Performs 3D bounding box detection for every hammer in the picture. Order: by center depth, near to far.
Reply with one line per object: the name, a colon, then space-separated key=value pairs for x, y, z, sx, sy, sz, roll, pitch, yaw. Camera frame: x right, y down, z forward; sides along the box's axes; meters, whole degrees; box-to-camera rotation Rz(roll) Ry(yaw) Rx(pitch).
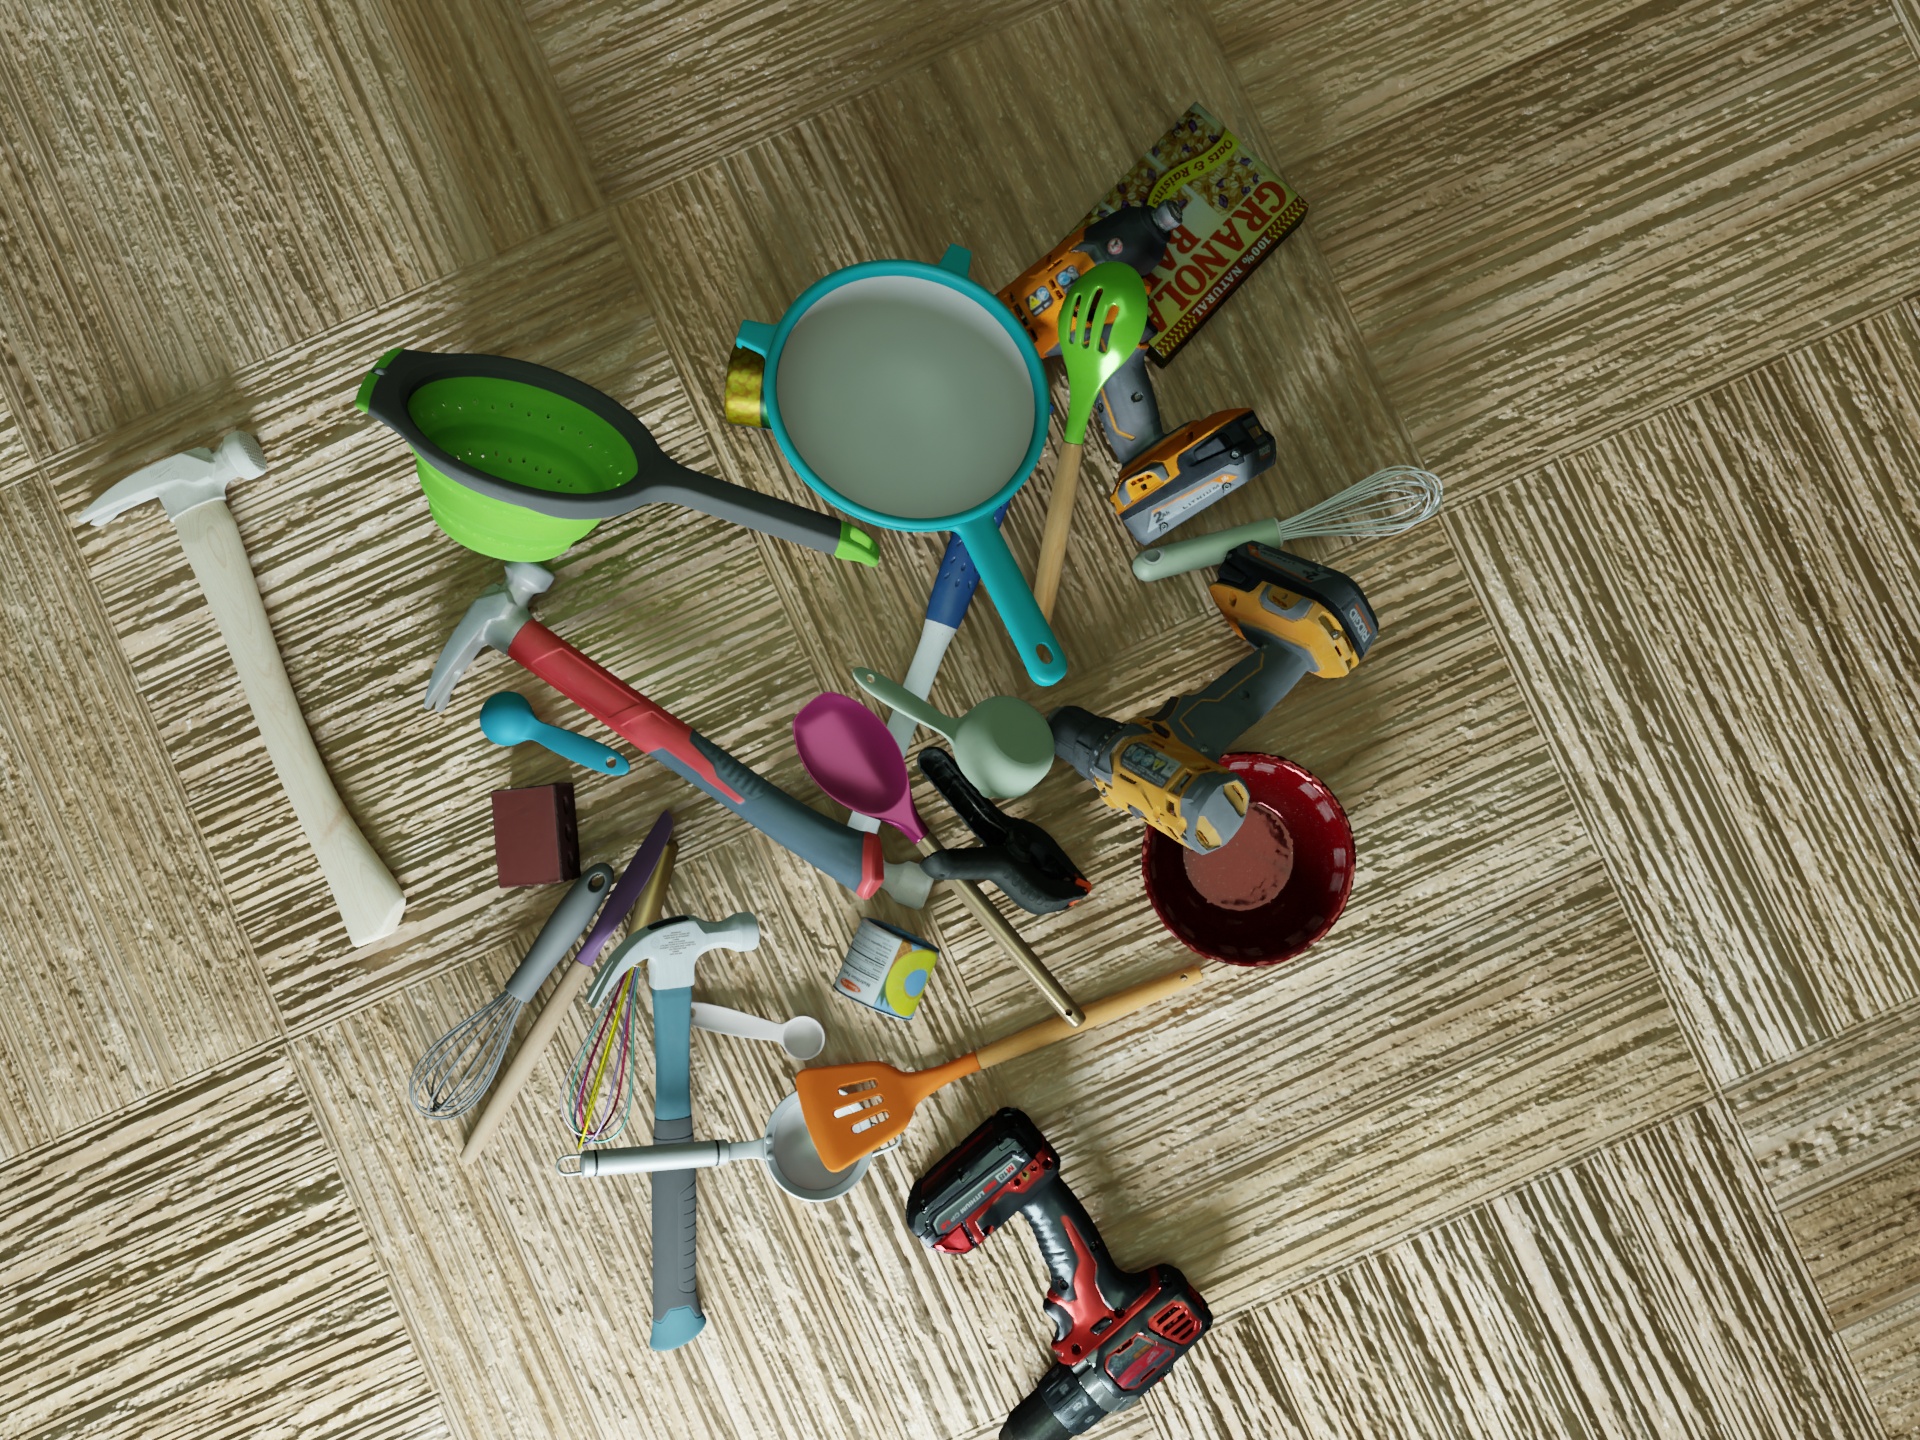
hammer: x=-0.216 y=0.313 z=1.206 sx=0.128 sy=0.033 sz=0.331 roll=-2 pitch=95 yaw=-24
hammer: x=-0.228 y=0.030 z=1.213 sx=0.386 sy=0.038 sz=0.143 roll=34 pitch=90 yaw=10
hammer: x=-0.025 y=-0.067 z=1.239 sx=0.144 sy=0.035 sz=0.405 roll=21 pitch=88 yaw=2
hammer: x=-0.547 y=-0.013 z=1.246 sx=0.146 sy=0.038 sz=0.411 roll=-24 pitch=88 yaw=1

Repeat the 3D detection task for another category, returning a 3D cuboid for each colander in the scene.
colander: x=-0.260 y=-0.162 z=1.218 sx=0.397 sy=0.205 sz=0.094 roll=18 pitch=123 yaw=-14

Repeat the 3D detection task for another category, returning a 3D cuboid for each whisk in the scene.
whisk: x=-0.258 y=0.210 z=1.227 sx=0.051 sy=0.047 sz=0.245 roll=13 pitch=84 yaw=17
whisk: x=-0.344 y=0.207 z=1.227 sx=0.055 sy=0.055 sz=0.239 roll=36 pitch=87 yaw=2
whisk: x=0.254 y=-0.148 z=1.236 sx=0.246 sy=0.059 sz=0.058 roll=-14 pitch=51 yaw=4

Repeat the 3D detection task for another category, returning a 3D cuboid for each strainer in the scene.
strainer: x=-0.017 y=-0.171 z=1.182 sx=0.211 sy=0.095 sz=0.340 roll=-25 pitch=85 yaw=-18
strainer: x=-0.172 y=0.321 z=1.189 sx=0.258 sy=0.050 sz=0.087 roll=2 pitch=78 yaw=-24

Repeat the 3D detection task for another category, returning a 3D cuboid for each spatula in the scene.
spatula: x=0.036 y=0.251 z=1.221 sx=0.322 sy=0.041 sz=0.081 roll=-21 pitch=71 yaw=-2
spatula: x=-0.303 y=0.208 z=1.226 sx=0.018 sy=0.060 sz=0.316 roll=29 pitch=95 yaw=-24

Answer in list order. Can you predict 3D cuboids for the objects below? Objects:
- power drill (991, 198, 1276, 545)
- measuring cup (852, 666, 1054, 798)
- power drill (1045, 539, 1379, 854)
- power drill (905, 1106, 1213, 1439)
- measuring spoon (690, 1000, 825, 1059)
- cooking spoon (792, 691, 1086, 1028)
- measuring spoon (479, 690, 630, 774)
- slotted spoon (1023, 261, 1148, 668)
power drill: x=0.140 y=-0.265 z=1.190 sx=0.164 sy=0.084 sz=0.226 roll=-31 pitch=92 yaw=34
measuring cup: x=-0.002 y=-0.004 z=1.182 sx=0.167 sy=0.038 sz=0.083 roll=29 pitch=51 yaw=-18
power drill: x=0.179 y=-0.025 z=1.191 sx=0.226 sy=0.084 sz=0.185 roll=-51 pitch=43 yaw=-9
power drill: x=0.054 y=0.430 z=1.199 sx=0.188 sy=0.080 sz=0.226 roll=-41 pitch=90 yaw=0
measuring spoon: x=-0.164 y=0.237 z=1.242 sx=0.124 sy=0.018 sz=0.034 roll=11 pitch=91 yaw=8
cooking spoon: x=-0.012 y=0.109 z=1.205 sx=0.069 sy=0.017 sz=0.319 roll=-40 pitch=89 yaw=2
measuring spoon: x=-0.308 y=0.013 z=1.196 sx=0.128 sy=0.021 sz=0.042 roll=21 pitch=89 yaw=12
slotted spoon: x=0.081 y=-0.182 z=1.188 sx=0.070 sy=0.031 sz=0.313 roll=23 pitch=116 yaw=29
